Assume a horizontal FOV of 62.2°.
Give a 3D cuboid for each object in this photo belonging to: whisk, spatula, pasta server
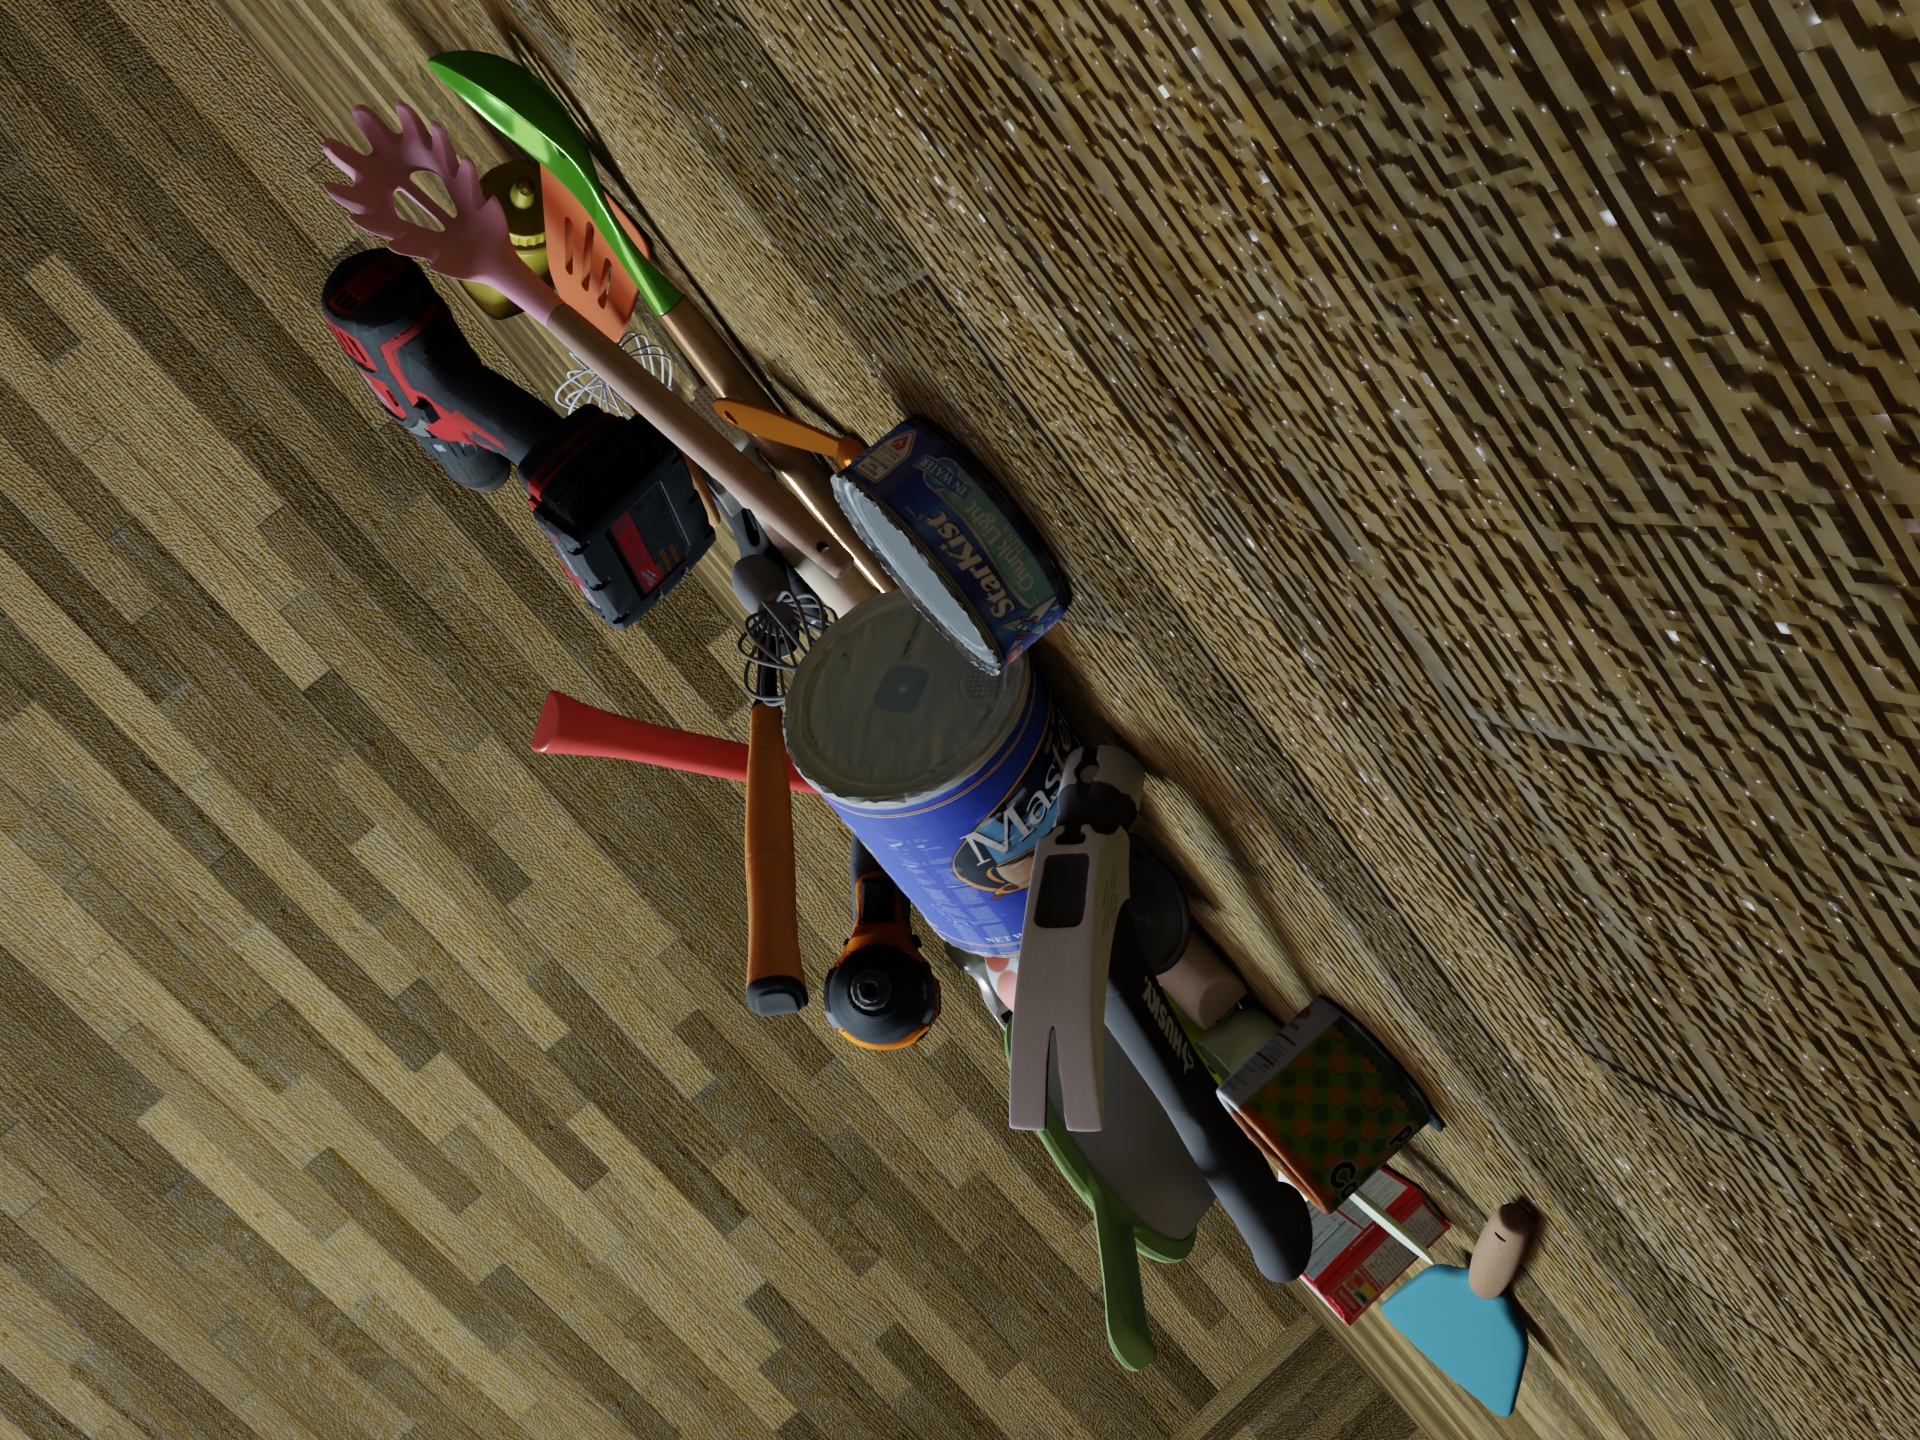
[{"bbox_3d":[-0.199,-0.193,1.029,0.070,0.070,0.284,49,179,2],"label":"whisk"},{"bbox_3d":[-0.091,-0.050,0.776,0.055,0.055,0.239,52,179,-21],"label":"whisk"},{"bbox_3d":[-0.164,-0.179,0.855,0.081,0.041,0.322,46,172,16],"label":"spatula"},{"bbox_3d":[0.239,0.265,0.733,0.082,0.044,0.317,38,168,28],"label":"spatula"},{"bbox_3d":[-0.170,-0.172,0.735,0.316,0.060,0.040,41,180,8],"label":"pasta server"}]

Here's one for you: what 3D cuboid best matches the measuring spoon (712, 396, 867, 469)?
[{"bbox_3d":[-0.073,-0.118,0.665,0.117,0.011,0.021,26,160,45],"label":"measuring spoon"}]

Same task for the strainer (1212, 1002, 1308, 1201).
[{"bbox_3d":[0.185,0.228,0.917,0.258,0.050,0.087,57,-175,-32],"label":"strainer"}]

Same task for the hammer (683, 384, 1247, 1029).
[{"bbox_3d":[-0.001,-0.003,0.845,0.411,0.038,0.146,48,175,8],"label":"hammer"}]

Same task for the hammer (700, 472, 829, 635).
[{"bbox_3d":[-0.102,-0.070,1.158,0.149,0.036,0.408,46,173,35],"label":"hammer"}]

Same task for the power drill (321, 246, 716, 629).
[{"bbox_3d":[-0.247,-0.149,0.901,0.227,0.080,0.187,37,164,19],"label":"power drill"}]

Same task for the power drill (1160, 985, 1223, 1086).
[{"bbox_3d":[0.077,0.141,0.978,0.228,0.080,0.191,54,178,-16],"label":"power drill"}]

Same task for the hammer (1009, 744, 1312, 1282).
[{"bbox_3d":[0.099,0.167,0.685,0.035,0.146,0.334,-5,139,25],"label":"hammer"}]

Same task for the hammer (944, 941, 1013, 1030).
[{"bbox_3d":[0.032,0.141,1.119,0.130,0.031,0.331,57,-173,-14],"label":"hammer"}]

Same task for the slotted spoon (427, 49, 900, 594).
[{"bbox_3d":[-0.113,-0.164,0.703,0.313,0.031,0.070,51,171,-32],"label":"slotted spoon"}]

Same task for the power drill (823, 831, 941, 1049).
[{"bbox_3d":[-0.049,0.078,0.929,0.164,0.084,0.226,82,-176,-79],"label":"power drill"}]

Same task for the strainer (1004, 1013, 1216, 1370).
[{"bbox_3d":[0.093,0.212,0.774,0.151,0.069,0.256,49,-168,-11],"label":"strainer"}]

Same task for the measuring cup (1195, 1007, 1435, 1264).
[{"bbox_3d":[0.181,0.199,0.776,0.168,0.038,0.083,39,168,51],"label":"measuring cup"}]

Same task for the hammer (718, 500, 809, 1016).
[{"bbox_3d":[-0.111,0.017,0.917,0.127,0.034,0.337,84,179,-47],"label":"hammer"}]

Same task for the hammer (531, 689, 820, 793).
[{"bbox_3d":[-0.119,0.034,1.040,0.149,0.036,0.358,25,-173,40],"label":"hammer"}]
